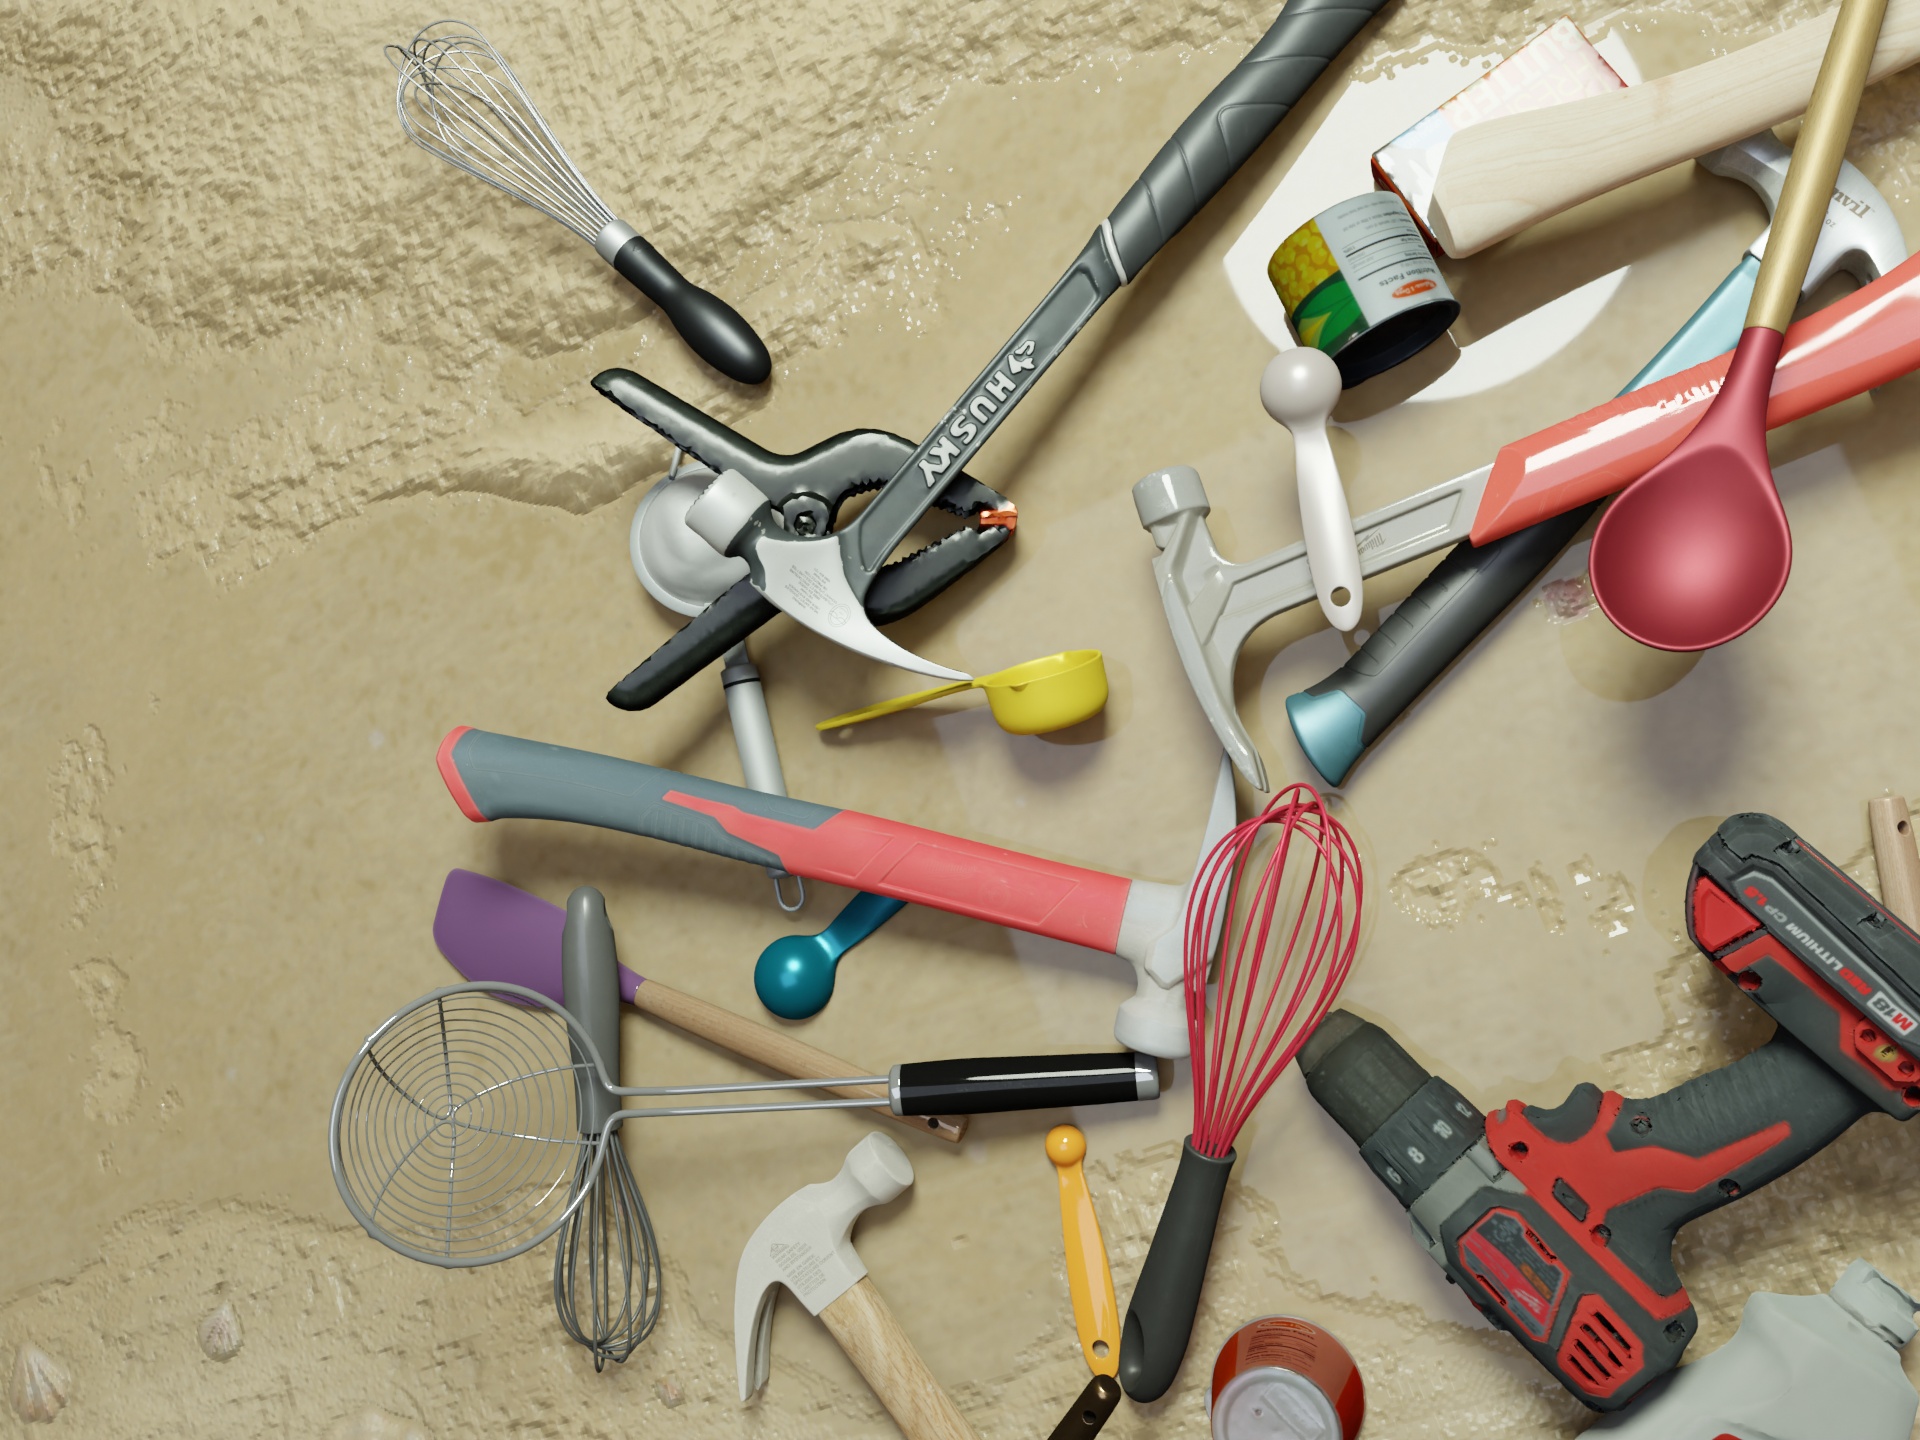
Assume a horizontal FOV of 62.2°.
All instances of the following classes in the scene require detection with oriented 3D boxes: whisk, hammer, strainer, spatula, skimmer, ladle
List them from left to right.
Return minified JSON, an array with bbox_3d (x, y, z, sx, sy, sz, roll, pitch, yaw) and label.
[{"bbox_3d":[-0.202,-0.271,0.839,0.285,0.070,0.070,43,99,11],"label":"whisk"},{"bbox_3d":[-0.181,0.202,0.791,0.055,0.055,0.239,-4,88,17],"label":"whisk"},{"bbox_3d":[-0.141,0.149,0.805,0.316,0.018,0.060,18,96,19],"label":"spatula"},{"bbox_3d":[-0.112,-0.030,0.801,0.087,0.050,0.258,-14,85,2],"label":"strainer"},{"bbox_3d":[-0.093,0.174,0.718,0.363,0.090,0.127,-5,82,6],"label":"skimmer"},{"bbox_3d":[-0.065,0.042,0.755,0.386,0.038,0.143,13,90,11],"label":"hammer"},{"bbox_3d":[0.011,0.362,0.733,0.130,0.031,0.331,-42,75,10],"label":"hammer"},{"bbox_3d":[0.061,-0.196,0.730,0.149,0.036,0.409,41,90,-5],"label":"hammer"},{"bbox_3d":[0.113,0.167,0.685,0.073,0.073,0.295,18,105,18],"label":"whisk"},{"bbox_3d":[0.264,-0.103,0.688,0.331,0.033,0.128,-47,73,9],"label":"hammer"},{"bbox_3d":[0.256,-0.098,0.653,0.359,0.036,0.149,-22,78,17],"label":"hammer"},{"bbox_3d":[0.313,-0.172,0.608,0.069,0.031,0.315,17,86,23],"label":"ladle"},{"bbox_3d":[0.391,-0.276,0.635,0.410,0.038,0.146,-23,80,8],"label":"hammer"}]

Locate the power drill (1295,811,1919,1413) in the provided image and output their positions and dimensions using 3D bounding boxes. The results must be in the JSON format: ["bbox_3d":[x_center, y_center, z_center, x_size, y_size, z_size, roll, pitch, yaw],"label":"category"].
[{"bbox_3d":[0.262,0.138,0.640,0.188,0.080,0.226,46,110,23],"label":"power drill"}]

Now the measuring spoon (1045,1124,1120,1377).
[{"bbox_3d":[0.057,0.247,0.737,0.021,0.011,0.117,-12,82,17],"label":"measuring spoon"}]

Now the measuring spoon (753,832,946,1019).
[{"bbox_3d":[-0.054,0.099,0.779,0.128,0.021,0.042,-43,75,11],"label":"measuring spoon"}]

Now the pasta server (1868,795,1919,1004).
[{"bbox_3d":[0.398,0.185,0.620,0.060,0.040,0.316,-5,82,-12],"label":"pasta server"}]

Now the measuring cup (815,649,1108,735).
[{"bbox_3d":[-0.001,-0.002,0.762,0.156,0.062,0.029,-13,100,28],"label":"measuring cup"}]

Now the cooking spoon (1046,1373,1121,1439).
[{"bbox_3d":[-0.010,0.407,0.712,0.069,0.017,0.318,35,110,16],"label":"cooking spoon"}]

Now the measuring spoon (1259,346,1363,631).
[{"bbox_3d":[0.149,-0.098,0.663,0.034,0.018,0.124,-12,82,19],"label":"measuring spoon"}]
